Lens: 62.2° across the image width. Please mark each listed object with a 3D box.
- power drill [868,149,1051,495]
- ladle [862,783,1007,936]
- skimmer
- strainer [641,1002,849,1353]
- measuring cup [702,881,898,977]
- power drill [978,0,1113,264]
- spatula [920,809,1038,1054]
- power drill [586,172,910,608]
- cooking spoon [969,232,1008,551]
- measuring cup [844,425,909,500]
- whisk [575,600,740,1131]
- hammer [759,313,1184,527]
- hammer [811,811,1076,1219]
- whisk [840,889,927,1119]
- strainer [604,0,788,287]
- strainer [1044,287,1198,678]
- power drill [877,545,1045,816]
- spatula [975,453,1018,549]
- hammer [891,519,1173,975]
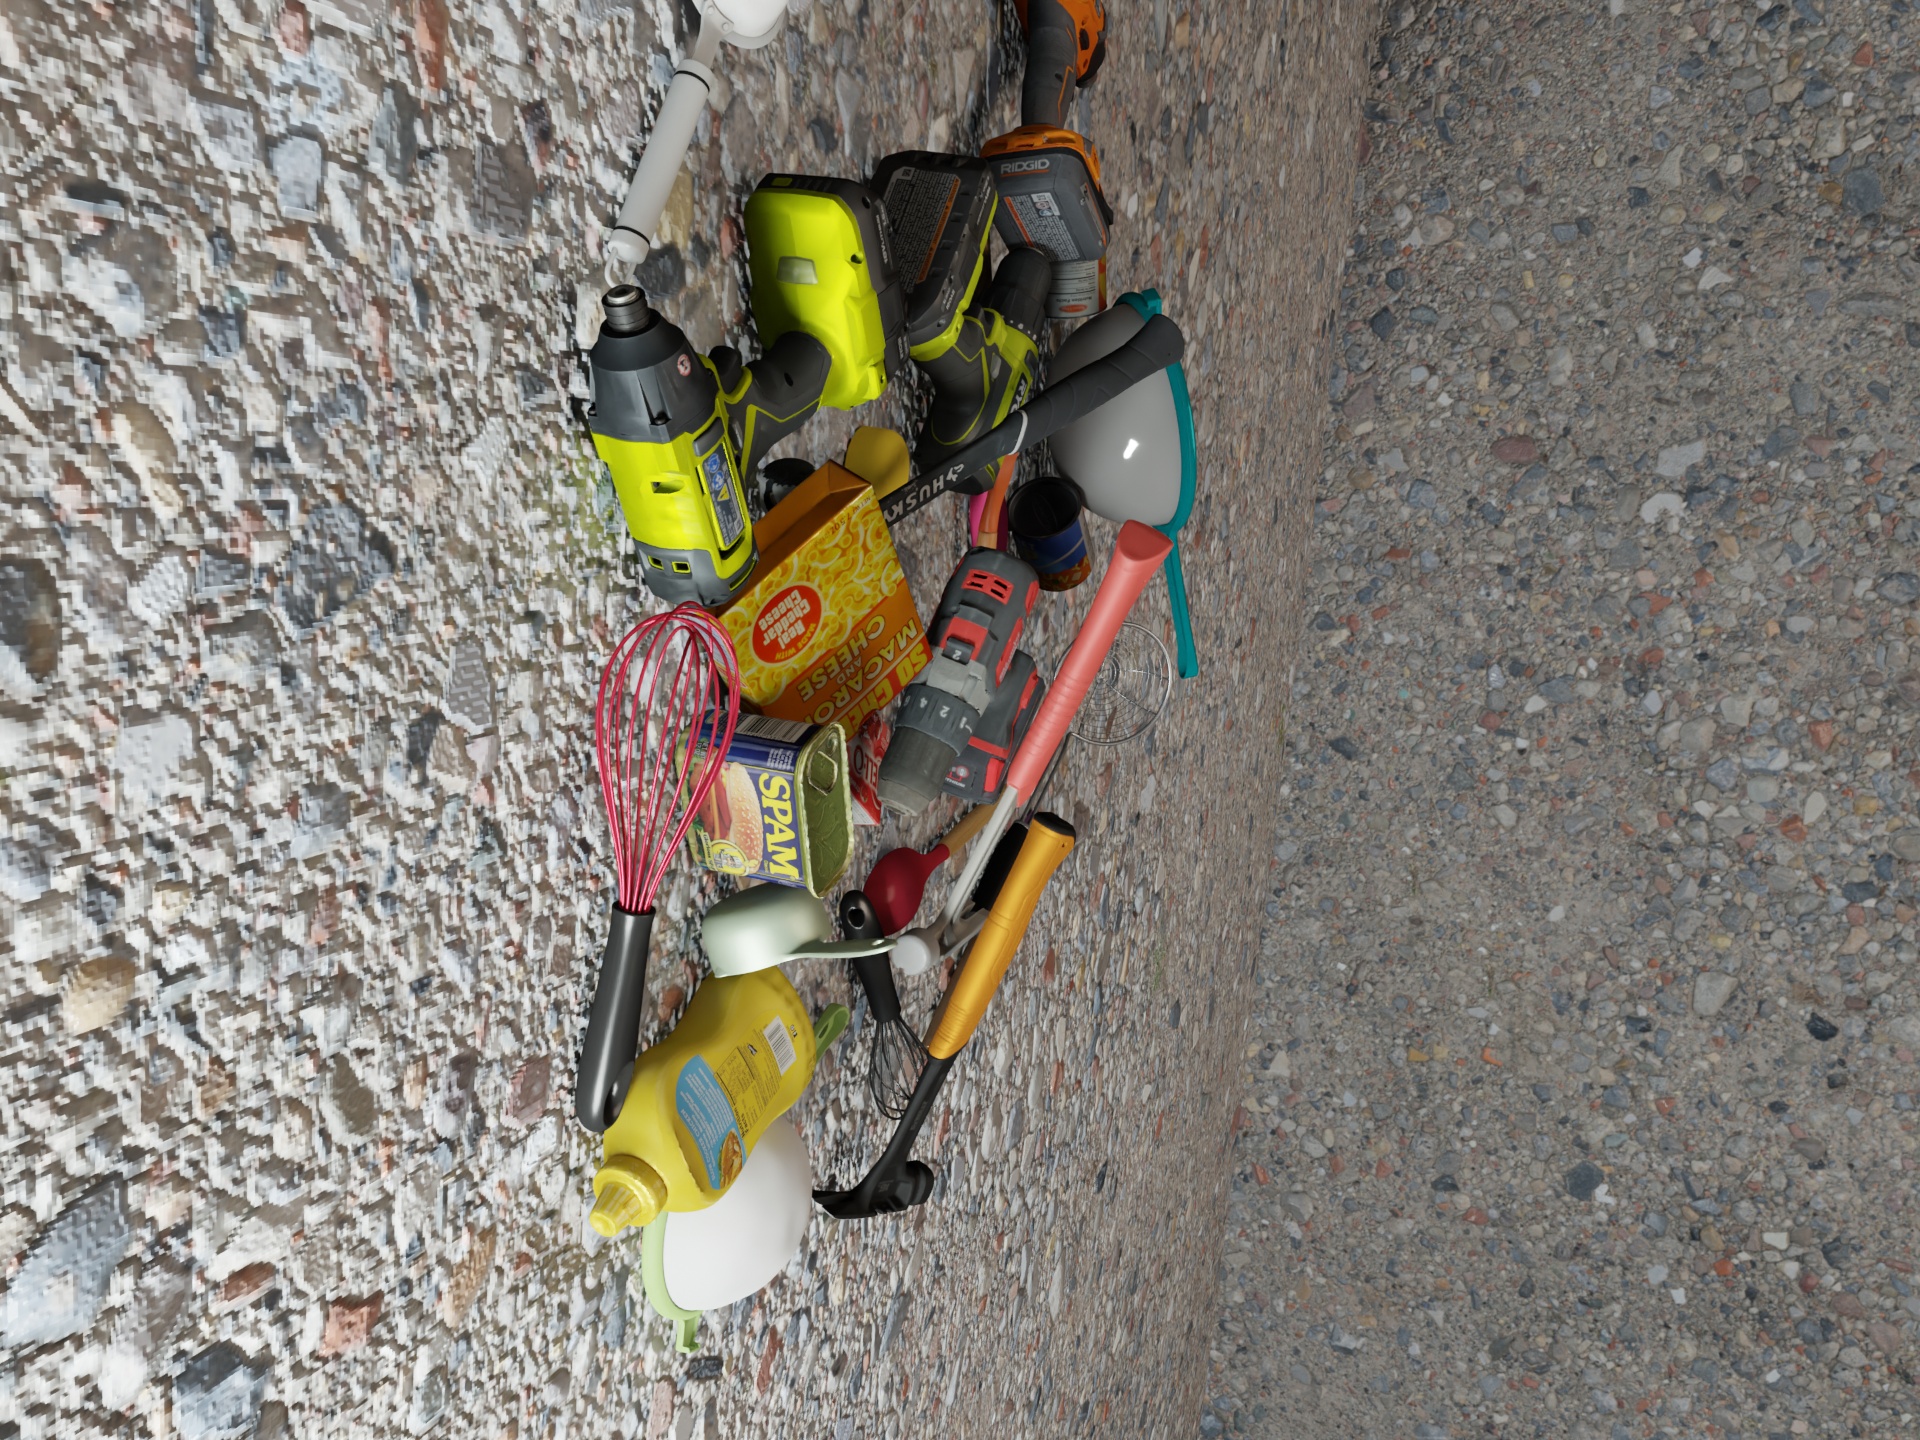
[{"bbox_3d":[0.002,-0.287,1.102,0.228,0.080,0.191,49,58,-66],"label":"power drill"},{"bbox_3d":[-0.008,0.103,1.327,0.315,0.031,0.069,-37,132,-65],"label":"ladle"},{"bbox_3d":[0.100,0.053,1.506,0.127,0.090,0.363,49,47,-23],"label":"skimmer"},{"bbox_3d":[-0.114,0.281,1.044,0.256,0.069,0.151,-54,147,-49],"label":"strainer"},{"bbox_3d":[-0.091,0.117,0.922,0.083,0.167,0.038,-23,98,-37],"label":"measuring cup"},{"bbox_3d":[0.074,-0.467,1.212,0.164,0.084,0.227,37,54,-67],"label":"power drill"},{"bbox_3d":[0.024,0.187,1.458,0.316,0.018,0.059,-60,150,-48],"label":"spatula"},{"bbox_3d":[-0.113,-0.191,0.846,0.171,0.080,0.223,81,30,-43],"label":"power drill"},{"bbox_3d":[0.021,-0.256,1.262,0.069,0.017,0.318,-49,142,-51],"label":"cooking spoon"},{"bbox_3d":[-0.052,-0.127,1.100,0.062,0.029,0.156,-51,143,-54],"label":"measuring cup"},{"bbox_3d":[-0.169,0.081,0.837,0.073,0.073,0.295,-17,121,-68],"label":"whisk"},{"bbox_3d":[0.024,-0.182,1.079,0.409,0.036,0.149,-37,143,-34],"label":"hammer"},{"bbox_3d":[-0.004,0.220,1.183,0.127,0.034,0.337,13,105,-55],"label":"hammer"},{"bbox_3d":[-0.060,0.221,1.212,0.055,0.055,0.238,-58,145,-47],"label":"whisk"},{"bbox_3d":[-0.129,-0.328,0.798,0.086,0.050,0.258,34,69,-51],"label":"strainer"},{"bbox_3d":[0.138,-0.197,1.394,0.211,0.095,0.340,-153,-129,-79],"label":"strainer"},{"bbox_3d":[-0.002,-0.004,1.132,0.226,0.080,0.188,81,31,-74],"label":"power drill"},{"bbox_3d":[0.013,-0.132,1.275,0.081,0.041,0.322,-20,125,-45],"label":"spatula"},{"bbox_3d":[0.058,0.020,1.153,0.359,0.037,0.149,-63,166,19],"label":"hammer"}]
